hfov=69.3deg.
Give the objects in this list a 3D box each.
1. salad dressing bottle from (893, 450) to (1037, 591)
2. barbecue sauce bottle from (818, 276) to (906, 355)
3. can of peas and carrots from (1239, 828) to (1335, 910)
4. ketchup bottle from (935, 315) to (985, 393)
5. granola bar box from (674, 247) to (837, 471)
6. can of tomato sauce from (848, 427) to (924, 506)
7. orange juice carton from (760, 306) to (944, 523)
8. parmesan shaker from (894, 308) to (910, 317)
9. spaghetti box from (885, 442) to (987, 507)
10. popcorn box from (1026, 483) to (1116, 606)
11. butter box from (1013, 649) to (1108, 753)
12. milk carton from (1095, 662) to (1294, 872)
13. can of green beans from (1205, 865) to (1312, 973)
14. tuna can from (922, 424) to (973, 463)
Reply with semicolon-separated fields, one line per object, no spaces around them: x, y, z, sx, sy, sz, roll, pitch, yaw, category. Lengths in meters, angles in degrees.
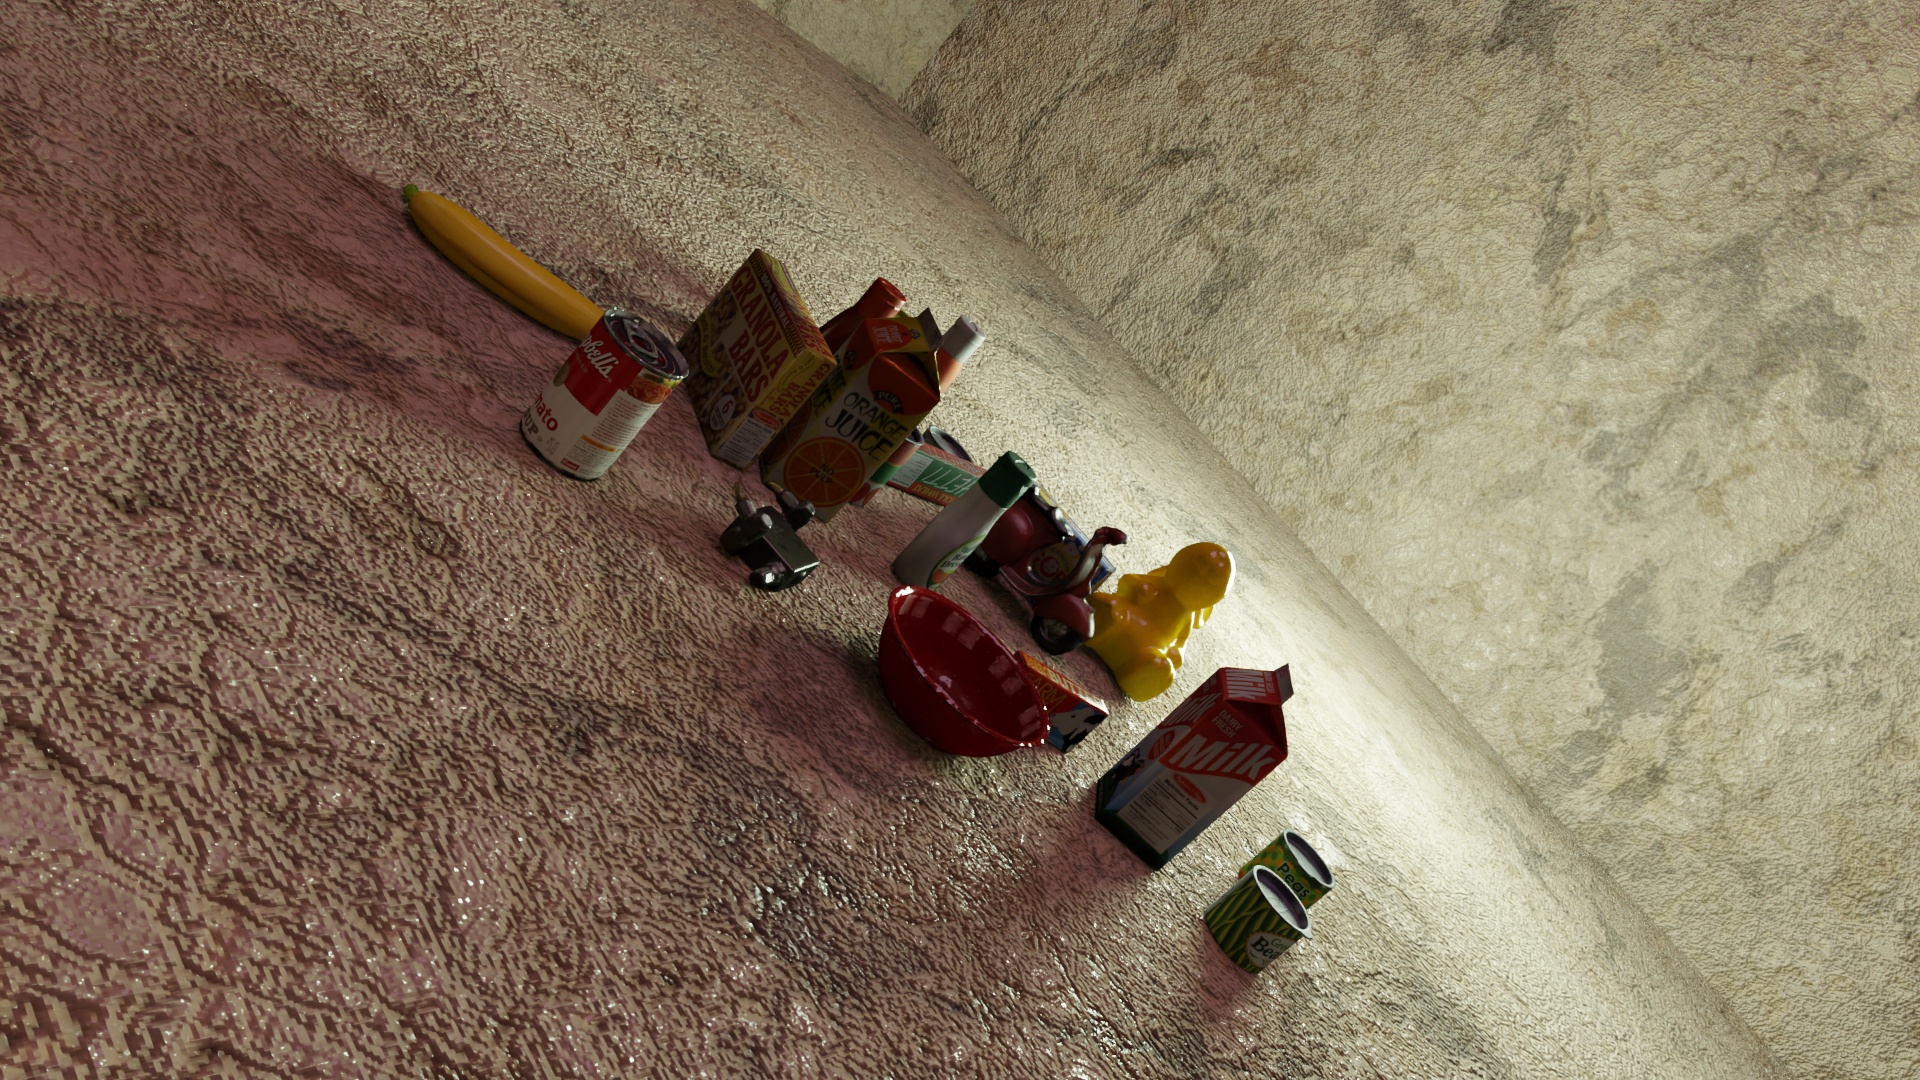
0.004;-0.015;1.214;0.044;0.147;0.064;49;18;16;salad dressing bottle
-0.113;-0.190;1.354;0.065;0.148;0.044;32;21;-34;barbecue sauce bottle
0.296;0.307;1.261;0.071;0.058;0.071;39;18;-15;can of peas and carrots
-0.034;-0.176;1.492;0.043;0.148;0.065;37;18;-21;ketchup bottle
-0.177;-0.155;1.177;0.039;0.124;0.166;28;23;-41;granola bar box
-0.087;-0.083;1.277;0.071;0.083;0.071;39;18;-15;can of tomato sauce
-0.083;-0.115;1.176;0.073;0.192;0.072;34;20;-28;orange juice carton
-0.100;-0.206;1.492;0.071;0.103;0.071;39;18;-15;parmesan shaker
-0.031;-0.069;1.417;0.250;0.050;0.029;20;29;-51;spaghetti box
0.087;0.013;1.430;0.127;0.085;0.038;50;18;18;popcorn box
0.071;0.137;1.169;0.103;0.053;0.024;33;20;-30;butter box
0.202;0.175;1.142;0.073;0.190;0.072;42;17;-5;milk carton
0.244;0.311;1.140;0.071;0.057;0.071;39;18;-15;can of green beans
-0.019;-0.091;1.523;0.071;0.032;0.071;39;18;-15;tuna can
